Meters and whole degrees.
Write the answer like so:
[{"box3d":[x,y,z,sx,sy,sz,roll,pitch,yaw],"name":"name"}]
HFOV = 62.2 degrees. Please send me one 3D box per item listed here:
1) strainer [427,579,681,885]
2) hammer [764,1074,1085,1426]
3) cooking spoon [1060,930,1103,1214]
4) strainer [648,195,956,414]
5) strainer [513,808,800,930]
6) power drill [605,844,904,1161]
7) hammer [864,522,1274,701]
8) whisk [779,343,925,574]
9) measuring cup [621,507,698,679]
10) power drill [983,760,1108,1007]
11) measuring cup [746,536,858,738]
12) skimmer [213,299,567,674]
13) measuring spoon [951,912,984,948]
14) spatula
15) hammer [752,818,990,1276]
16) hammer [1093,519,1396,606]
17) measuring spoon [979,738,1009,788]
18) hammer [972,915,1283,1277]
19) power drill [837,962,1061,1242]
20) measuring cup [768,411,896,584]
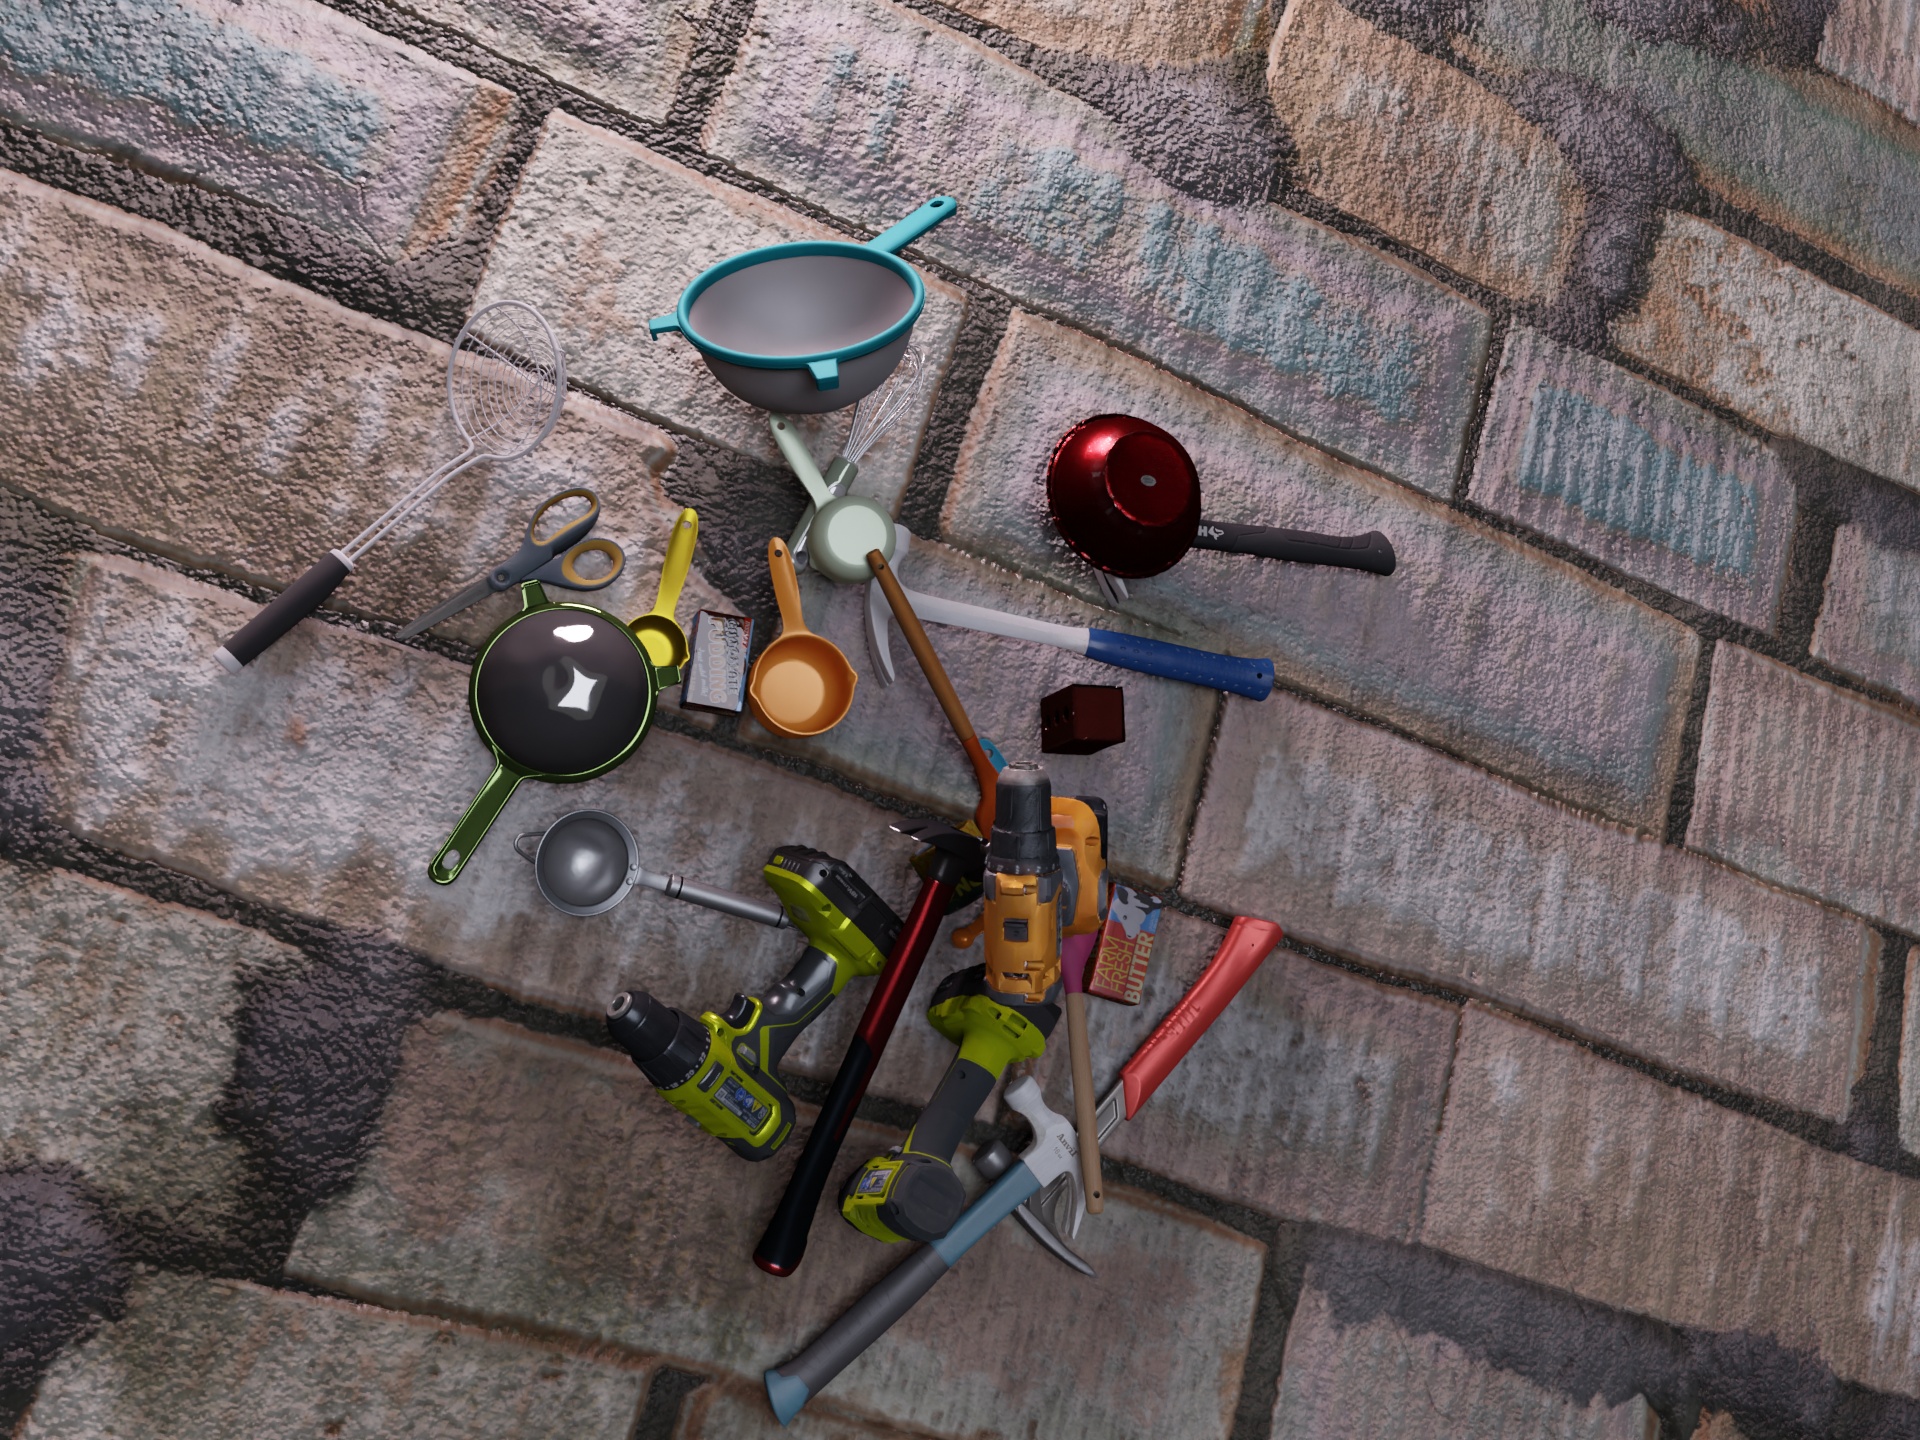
[{"box3d":[-0.347,0.018,1.259,0.151,0.069,0.256,32,78,-3],"name":"strainer"},{"box3d":[-0.029,0.449,1.313,0.331,0.033,0.128,-39,95,-14],"name":"hammer"},{"box3d":[0.101,0.262,1.375,0.068,0.017,0.319,4,62,-15],"name":"cooking spoon"},{"box3d":[-0.099,-0.361,1.410,0.211,0.095,0.340,21,47,25],"name":"strainer"},{"box3d":[-0.244,0.135,1.306,0.258,0.050,0.087,20,81,-22],"name":"strainer"},{"box3d":[-0.162,0.214,1.275,0.228,0.080,0.190,-53,125,-21],"name":"power drill"},{"box3d":[0.104,-0.069,1.468,0.405,0.035,0.144,11,77,-18],"name":"hammer"},{"box3d":[-0.097,-0.235,1.418,0.057,0.059,0.246,38,73,-40],"name":"whisk"},{"box3d":[-0.250,-0.106,1.351,0.062,0.029,0.157,17,73,-16],"name":"measuring cup"},{"box3d":[0.066,0.112,1.285,0.084,0.226,0.185,1,98,14],"name":"power drill"},{"box3d":[-0.148,-0.068,1.368,0.095,0.052,0.174,-9,82,-21],"name":"measuring cup"},{"box3d":[-0.455,-0.184,1.255,0.127,0.090,0.363,35,71,23],"name":"skimmer"},{"box3d":[0.040,0.163,1.409,0.117,0.011,0.021,-35,63,-15],"name":"measuring spoon"},{"box3d":[-0.002,-0.004,1.386,0.081,0.041,0.322,-28,106,-2],"name":"spatula"},{"box3d":[-0.083,0.263,1.274,0.038,0.143,0.386,24,89,30],"name":"hammer"},{"box3d":[0.277,-0.171,1.549,0.334,0.035,0.146,5,79,-19],"name":"hammer"},{"box3d":[0.050,0.073,1.437,0.042,0.021,0.129,-29,83,-2],"name":"measuring spoon"},{"box3d":[0.177,0.318,1.430,0.359,0.037,0.149,-44,97,-20],"name":"hammer"},{"box3d":[-0.019,0.316,1.299,0.080,0.171,0.223,37,62,-11],"name":"power drill"},{"box3d":[-0.116,-0.196,1.369,0.083,0.038,0.167,-33,98,-14],"name":"measuring cup"}]
